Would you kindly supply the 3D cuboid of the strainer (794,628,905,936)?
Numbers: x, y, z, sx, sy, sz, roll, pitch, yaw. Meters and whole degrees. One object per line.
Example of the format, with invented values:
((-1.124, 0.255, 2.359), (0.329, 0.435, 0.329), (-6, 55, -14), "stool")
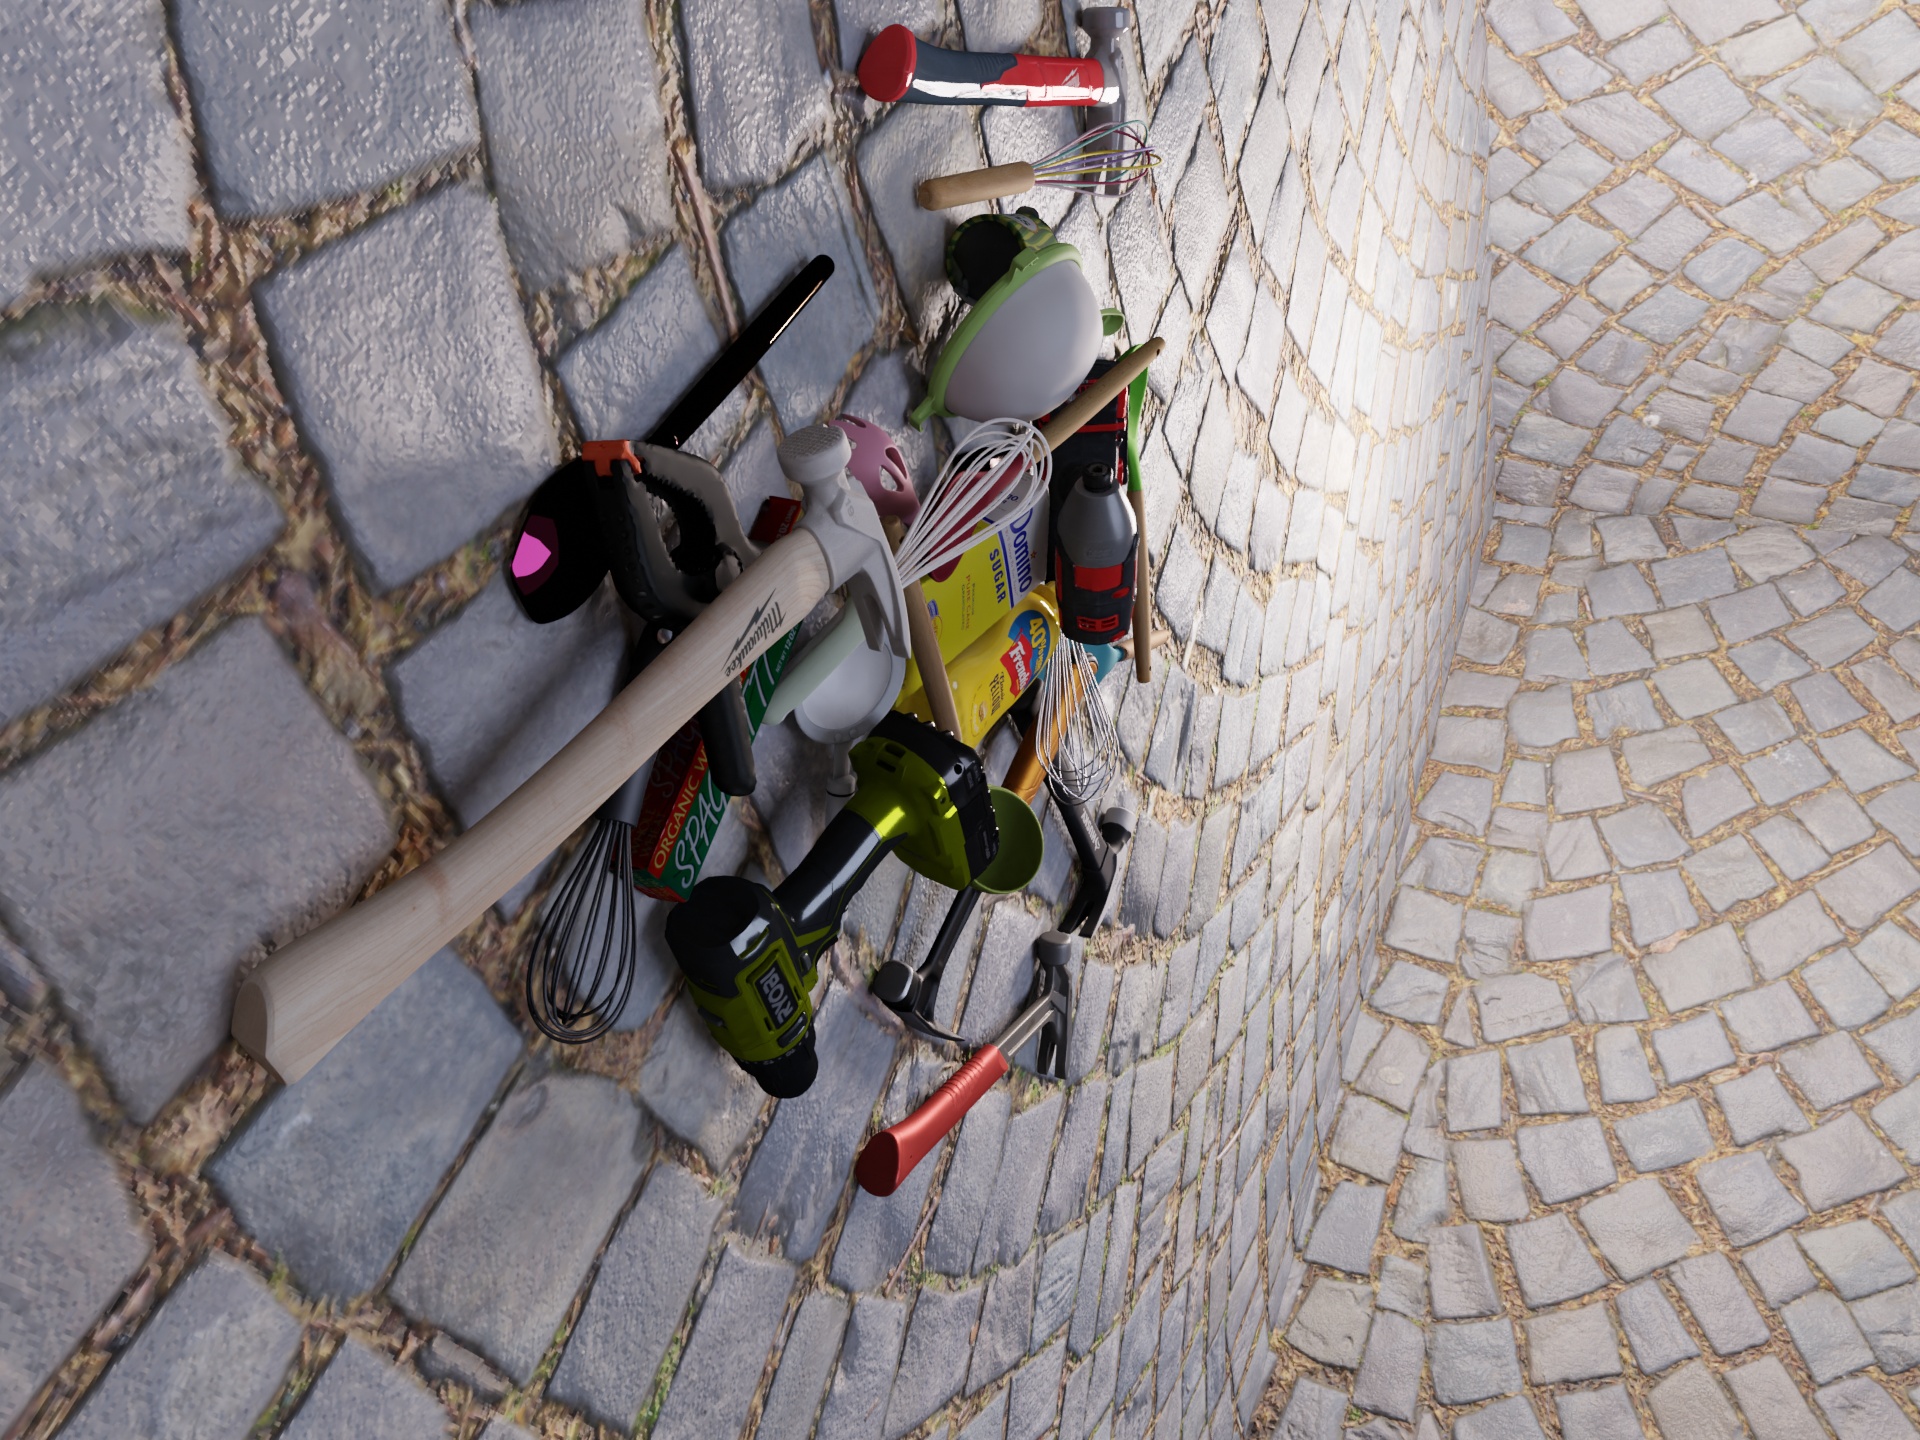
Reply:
((-0.082, 0.035, 1.058), (0.087, 0.050, 0.258), (-13, 119, -36), "strainer")

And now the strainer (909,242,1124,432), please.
((0.077, -0.269, 1.162), (0.151, 0.069, 0.256), (-52, 167, 32), "strainer")

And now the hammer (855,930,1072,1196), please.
((0.015, 0.311, 1.356), (0.359, 0.037, 0.149), (-29, 124, -59), "hammer")

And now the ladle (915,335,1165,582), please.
((0.059, -0.194, 1.097), (0.315, 0.031, 0.069), (-45, 148, -36), "ladle")

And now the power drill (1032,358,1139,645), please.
((0.097, -0.176, 1.203), (0.220, 0.078, 0.143), (-91, 178, -47), "power drill")

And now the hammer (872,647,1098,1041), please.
((0.034, 0.092, 1.278), (0.337, 0.034, 0.127), (-64, 150, -18), "hammer")

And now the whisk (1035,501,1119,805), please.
((0.082, -0.065, 1.271), (0.070, 0.070, 0.285), (46, 35, -59), "whisk")

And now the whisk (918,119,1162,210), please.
((0.063, -0.395, 1.146), (0.245, 0.047, 0.051), (-27, 161, -39), "whisk")

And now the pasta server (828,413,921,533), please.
((-0.023, -0.123, 1.145), (0.316, 0.040, 0.060), (49, 54, -63), "pasta server")

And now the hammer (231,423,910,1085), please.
((-0.169, 0.023, 0.777), (0.411, 0.038, 0.146), (-47, 135, -32), "hammer")

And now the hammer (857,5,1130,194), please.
((0.037, -0.445, 1.146), (0.386, 0.038, 0.143), (-36, 131, -56), "hammer")

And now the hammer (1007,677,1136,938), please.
((0.094, 0.071, 1.442), (0.146, 0.035, 0.334), (-68, 152, -27), "hammer")

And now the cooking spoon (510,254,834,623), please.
((-0.148, -0.169, 0.873), (0.319, 0.017, 0.068), (-59, 147, -36), "cooking spoon")

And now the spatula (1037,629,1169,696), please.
((0.146, -0.069, 1.520), (0.317, 0.044, 0.082), (-20, 115, -67), "spatula")

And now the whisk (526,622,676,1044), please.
((-0.181, 0.053, 0.849), (0.055, 0.055, 0.239), (37, 61, -62), "whisk")

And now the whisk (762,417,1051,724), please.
((-0.040, -0.086, 0.961), (0.059, 0.246, 0.058), (42, 11, -17), "whisk")

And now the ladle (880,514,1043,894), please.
((-0.002, -0.003, 1.071), (0.078, 0.062, 0.319), (-48, 141, -32), "ladle")

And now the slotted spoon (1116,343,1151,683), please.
((0.161, -0.187, 1.469), (0.070, 0.031, 0.313), (-30, 119, -58), "slotted spoon")

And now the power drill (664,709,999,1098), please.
((-0.076, 0.122, 1.015), (0.228, 0.080, 0.190), (-46, 144, -27), "power drill")
